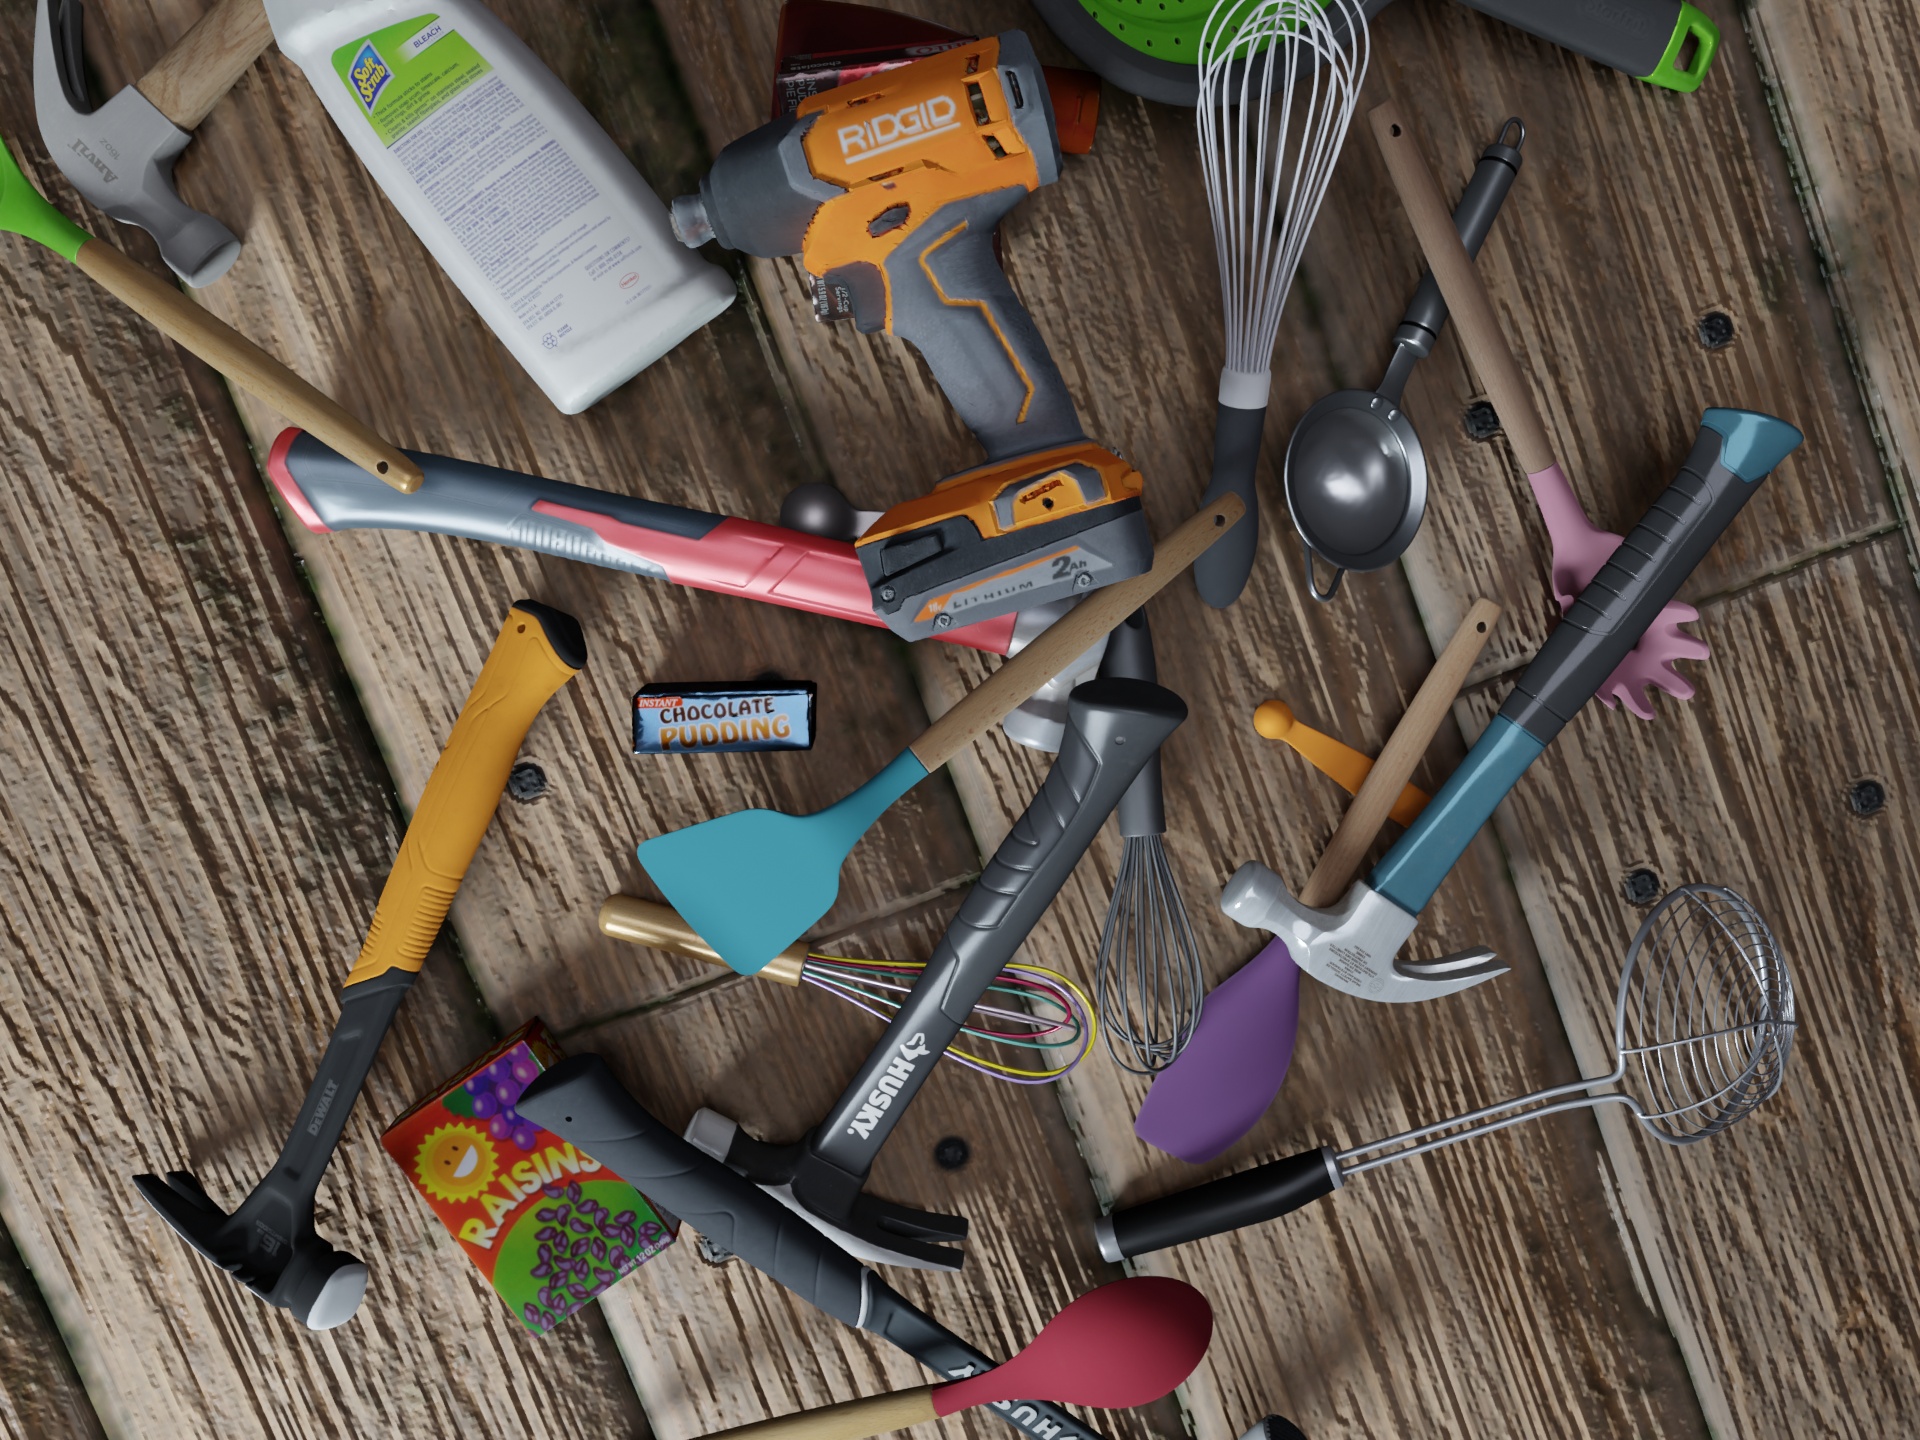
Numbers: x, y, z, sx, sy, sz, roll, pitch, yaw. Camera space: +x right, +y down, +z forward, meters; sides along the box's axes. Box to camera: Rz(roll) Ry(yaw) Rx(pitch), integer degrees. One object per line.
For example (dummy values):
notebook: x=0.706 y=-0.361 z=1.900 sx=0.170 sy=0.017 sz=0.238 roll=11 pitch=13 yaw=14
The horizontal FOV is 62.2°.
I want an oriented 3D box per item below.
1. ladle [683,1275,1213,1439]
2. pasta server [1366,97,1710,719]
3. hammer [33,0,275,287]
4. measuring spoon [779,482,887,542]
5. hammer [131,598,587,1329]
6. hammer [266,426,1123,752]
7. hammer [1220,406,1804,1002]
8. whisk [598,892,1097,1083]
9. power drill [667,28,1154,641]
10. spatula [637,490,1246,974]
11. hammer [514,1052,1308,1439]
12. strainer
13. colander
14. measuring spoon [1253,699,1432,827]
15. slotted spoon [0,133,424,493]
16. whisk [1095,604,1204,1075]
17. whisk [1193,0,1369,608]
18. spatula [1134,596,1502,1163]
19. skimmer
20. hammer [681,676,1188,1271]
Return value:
ladle: x=-0.034 y=0.317 z=0.733 sx=0.315 sy=0.031 sz=0.069 roll=-20 pitch=112 yaw=16
pasta server: x=0.265 y=-0.142 z=0.745 sx=0.060 sy=0.040 sz=0.316 roll=-29 pitch=105 yaw=3
hammer: x=-0.285 y=-0.361 z=0.719 sx=0.130 sy=0.031 sz=0.331 roll=43 pitch=91 yaw=-6
measuring spoon: x=-0.025 y=-0.091 z=0.760 sx=0.124 sy=0.018 sz=0.034 roll=8 pitch=94 yaw=-2
hammer: x=-0.266 y=0.098 z=0.741 sx=0.127 sy=0.034 sz=0.337 roll=23 pitch=87 yaw=23
hammer: x=-0.117 y=-0.094 z=0.730 sx=0.386 sy=0.038 sz=0.143 roll=12 pitch=104 yaw=-3
hammer: x=0.270 y=-0.008 z=0.743 sx=0.128 sy=0.033 sz=0.331 roll=35 pitch=97 yaw=-8
whisk: x=-0.053 y=0.120 z=0.766 sx=0.245 sy=0.051 sz=0.047 roll=15 pitch=123 yaw=1
power drill: x=-0.019 y=-0.152 z=0.663 sx=0.164 sy=0.084 sz=0.226 roll=-16 pitch=95 yaw=5
spatula: x=-0.001 y=-0.002 z=0.719 sx=0.317 sy=0.044 sz=0.082 roll=-38 pitch=103 yaw=0
hammer: x=-0.033 y=0.286 z=0.752 sx=0.409 sy=0.036 sz=0.149 roll=37 pitch=110 yaw=-8
strainer: x=0.213 y=-0.174 z=0.760 sx=0.086 sy=0.050 sz=0.258 roll=28 pitch=86 yaw=-25
colander: x=0.171 y=-0.365 z=0.724 sx=0.397 sy=0.095 sz=0.204 roll=11 pitch=110 yaw=-22
measuring spoon: x=0.196 y=0.025 z=0.787 sx=0.117 sy=0.011 sz=0.021 roll=32 pitch=92 yaw=-5
slotted spoon: x=-0.366 y=-0.191 z=0.705 sx=0.314 sy=0.031 sz=0.070 roll=34 pitch=110 yaw=4
whisk: x=0.085 y=0.053 z=0.768 sx=0.055 sy=0.055 sz=0.239 roll=-5 pitch=90 yaw=-3
whisk: x=0.132 y=-0.181 z=0.710 sx=0.070 sy=0.070 sz=0.284 roll=0 pitch=118 yaw=-4
spatula: x=0.182 y=0.081 z=0.783 sx=0.059 sy=0.018 sz=0.316 roll=27 pitch=97 yaw=-8
skimmer: x=0.239 y=0.189 z=0.795 sx=0.363 sy=0.090 sz=0.127 roll=-21 pitch=106 yaw=9
hammer: x=0.002 y=0.118 z=0.711 sx=0.146 sy=0.035 sz=0.334 roll=28 pitch=115 yaw=-7
